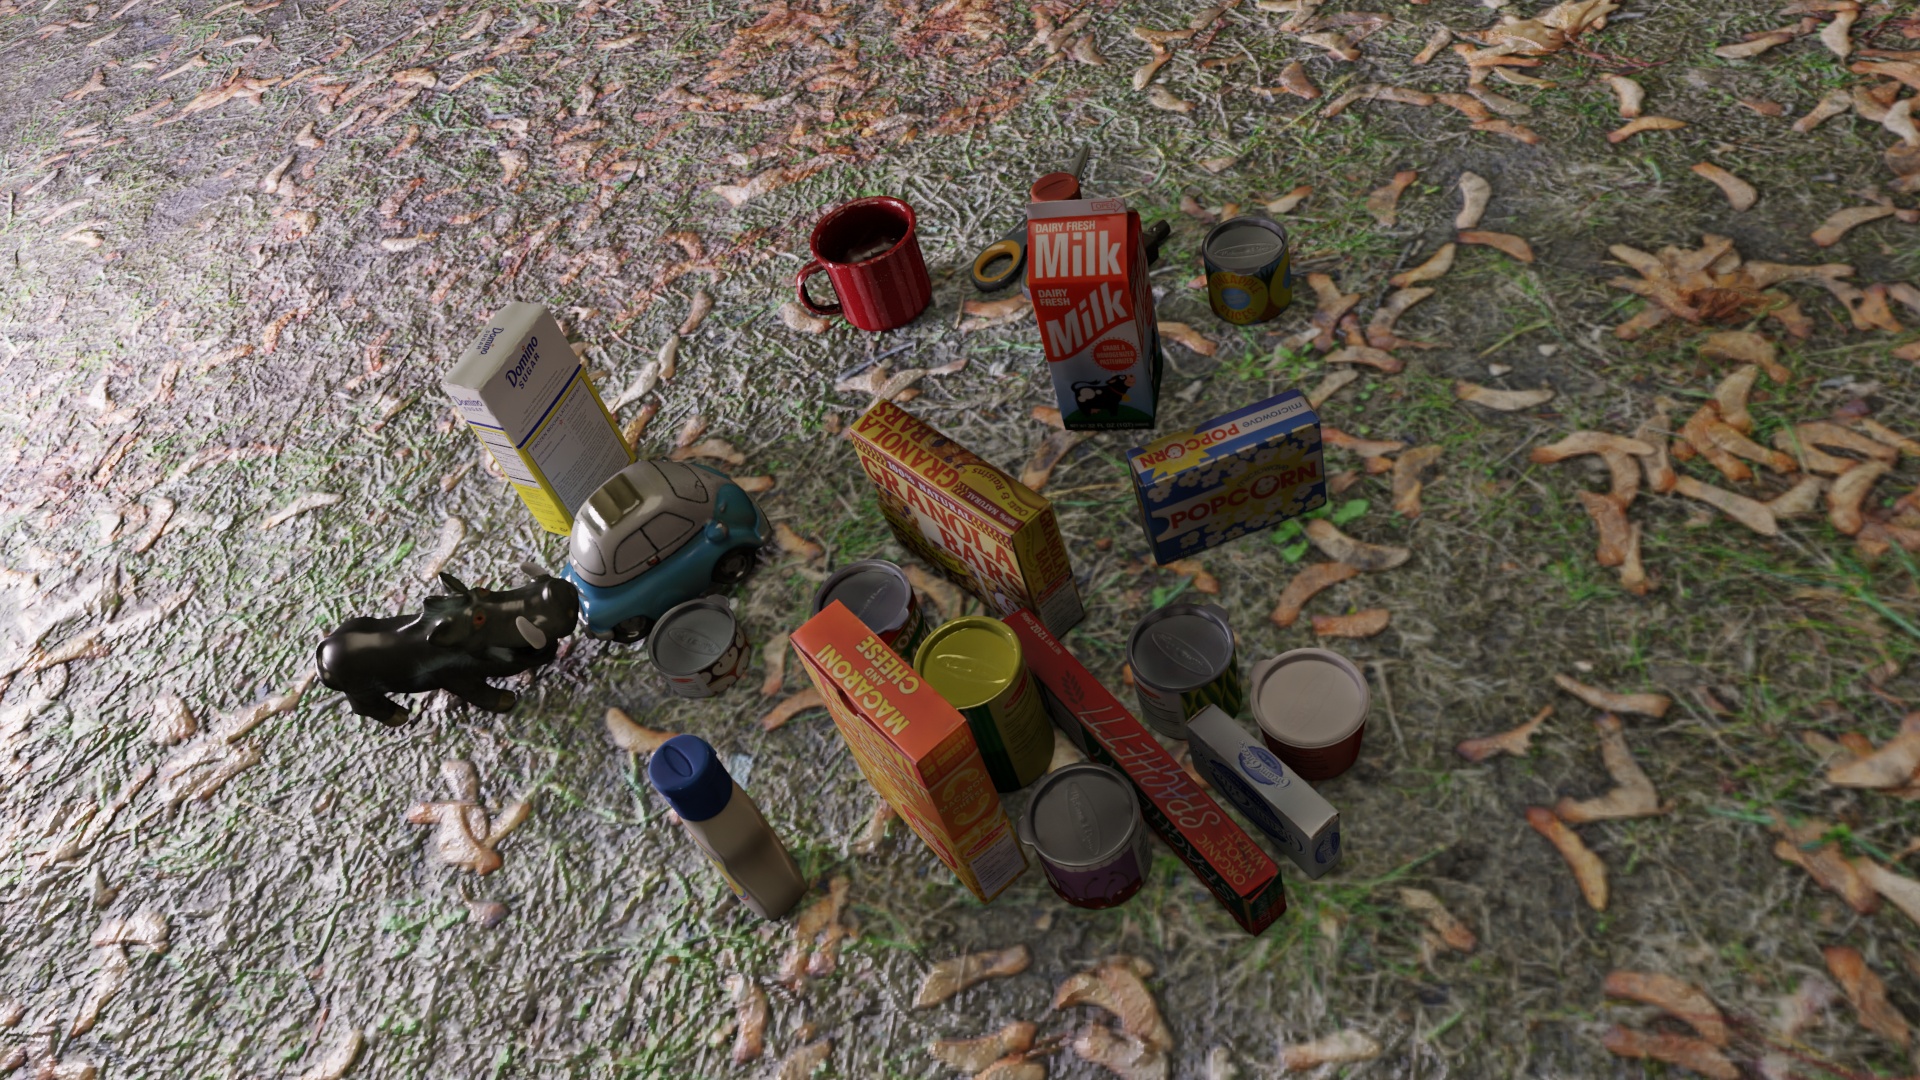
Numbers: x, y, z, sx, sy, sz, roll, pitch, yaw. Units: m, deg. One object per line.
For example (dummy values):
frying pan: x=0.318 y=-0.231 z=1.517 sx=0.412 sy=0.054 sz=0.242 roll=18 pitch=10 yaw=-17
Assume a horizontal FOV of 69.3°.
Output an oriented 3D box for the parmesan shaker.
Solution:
parmesan shaker: x=0.015 y=0.105 z=0.856 sx=0.071 sy=0.102 sz=0.072 roll=-9 pitch=49 yaw=10

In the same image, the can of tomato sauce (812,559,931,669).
can of tomato sauce: x=-0.052 y=0.064 z=0.925 sx=0.071 sy=0.082 sz=0.071 roll=-9 pitch=49 yaw=10

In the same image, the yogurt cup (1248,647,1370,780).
yogurt cup: x=0.209 y=0.106 z=0.826 sx=0.072 sy=0.053 sz=0.073 roll=-9 pitch=49 yaw=10

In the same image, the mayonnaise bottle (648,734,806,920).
mayonnaise bottle: x=-0.139 y=0.168 z=0.820 sx=0.041 sy=0.147 sz=0.065 roll=-40 pitch=51 yaw=-17

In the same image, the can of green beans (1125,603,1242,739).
can of green beans: x=0.140 y=0.082 z=0.866 sx=0.071 sy=0.057 sz=0.071 roll=-9 pitch=49 yaw=10

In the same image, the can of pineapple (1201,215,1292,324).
can of pineapple: x=0.225 y=-0.211 z=1.090 sx=0.071 sy=0.057 sz=0.071 roll=-9 pitch=49 yaw=10

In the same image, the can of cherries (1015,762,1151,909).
can of cherries: x=0.073 y=0.173 z=0.809 sx=0.071 sy=0.058 sz=0.072 roll=-9 pitch=49 yaw=10

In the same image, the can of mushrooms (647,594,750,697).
can of mushrooms: x=-0.184 y=0.075 z=0.991 sx=0.071 sy=0.033 sz=0.071 roll=-9 pitch=49 yaw=10

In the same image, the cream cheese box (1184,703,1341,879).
cream cheese box: x=0.175 y=0.144 z=0.804 sx=0.024 sy=0.053 sz=0.104 roll=-36 pitch=50 yaw=-14

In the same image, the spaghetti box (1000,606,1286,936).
spaghetti box: x=0.103 y=0.133 z=0.839 sx=0.029 sy=0.050 sz=0.251 roll=-34 pitch=49 yaw=-12

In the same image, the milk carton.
milk carton: x=0.098 y=-0.170 z=1.006 sx=0.072 sy=0.189 sz=0.074 roll=0 pitch=51 yaw=18

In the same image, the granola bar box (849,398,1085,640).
granola bar box: x=0.003 y=-0.012 z=0.945 sx=0.039 sy=0.123 sz=0.166 roll=-42 pitch=51 yaw=-18

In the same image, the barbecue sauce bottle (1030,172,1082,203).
barbecue sauce bottle: x=0.086 y=-0.215 z=1.076 sx=0.065 sy=0.147 sz=0.044 roll=-24 pitch=48 yaw=-3

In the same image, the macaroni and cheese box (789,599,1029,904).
macaroni and cheese box: x=-0.028 y=0.126 z=0.809 sx=0.040 sy=0.165 sz=0.124 roll=-39 pitch=50 yaw=-16

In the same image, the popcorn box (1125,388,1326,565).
popcorn box: x=0.181 y=-0.042 z=0.941 sx=0.127 sy=0.084 sz=0.038 roll=-20 pitch=48 yaw=0
